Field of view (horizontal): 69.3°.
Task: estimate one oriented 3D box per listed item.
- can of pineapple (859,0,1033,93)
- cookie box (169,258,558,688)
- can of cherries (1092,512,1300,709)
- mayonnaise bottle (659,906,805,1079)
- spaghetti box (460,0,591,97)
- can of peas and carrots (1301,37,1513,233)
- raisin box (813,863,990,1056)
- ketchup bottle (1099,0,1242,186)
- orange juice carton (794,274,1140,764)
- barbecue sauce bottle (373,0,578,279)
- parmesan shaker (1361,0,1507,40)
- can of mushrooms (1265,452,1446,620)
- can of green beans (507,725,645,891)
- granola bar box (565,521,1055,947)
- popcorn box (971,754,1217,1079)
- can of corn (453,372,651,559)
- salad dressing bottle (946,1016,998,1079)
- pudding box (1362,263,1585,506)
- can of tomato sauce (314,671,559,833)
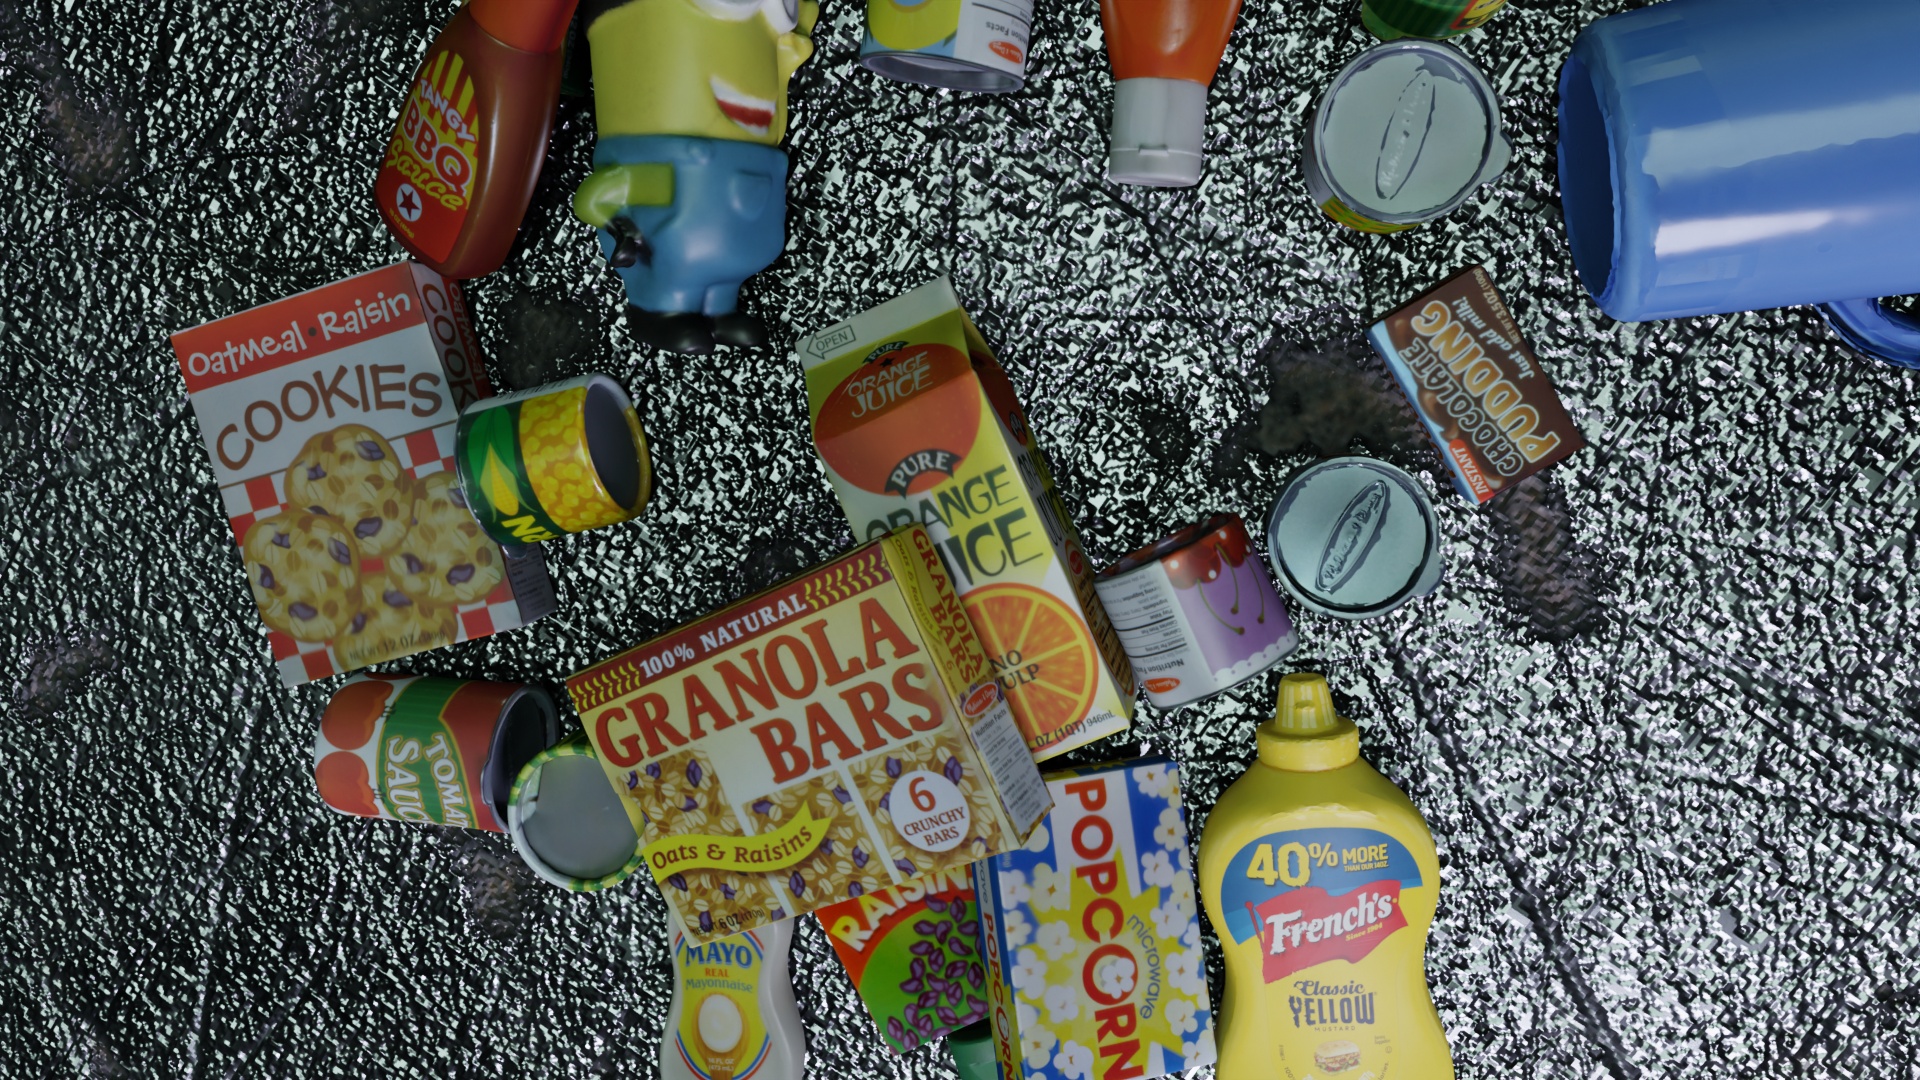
[{"bbox_3d":[-0.005,-0.212,0.547,0.071,0.071,0.057,9,99,8],"label":"can of pineapple"},{"bbox_3d":[-0.267,-0.030,0.627,0.123,0.040,0.167,-14,96,11],"label":"cookie box"},{"bbox_3d":[0.096,0.027,0.563,0.071,0.071,0.058,-26,92,12],"label":"can of cherries"},{"bbox_3d":[-0.104,0.182,0.626,0.065,0.041,0.148,1,97,9],"label":"mayonnaise bottle"},{"bbox_3d":[-0.166,-0.316,0.579,0.050,0.029,0.249,12,99,8],"label":"spaghetti box"},{"bbox_3d":[0.168,-0.151,0.529,0.071,0.059,0.071,1,98,9],"label":"can of peas and carrots"},{"bbox_3d":[-0.019,0.150,0.609,0.086,0.040,0.123,-27,93,12],"label":"raisin box"},{"bbox_3d":[0.082,-0.216,0.543,0.065,0.043,0.148,6,98,10],"label":"ketchup bottle"},{"bbox_3d":[0.002,-0.007,0.568,0.072,0.073,0.192,-24,92,12],"label":"orange juice carton"},{"bbox_3d":[-0.192,-0.179,0.564,0.065,0.044,0.147,48,128,11],"label":"barbecue sauce bottle"},{"bbox_3d":[0.178,-0.221,0.496,0.071,0.103,0.071,1,98,9],"label":"parmesan shaker"},{"bbox_3d":[0.160,-0.001,0.563,0.071,0.033,0.071,1,97,9],"label":"can of mushrooms"},{"bbox_3d":[-0.158,0.114,0.618,0.071,0.058,0.071,1,98,9],"label":"can of green beans"},{"bbox_3d":[-0.064,0.080,0.546,0.165,0.039,0.124,-24,92,26],"label":"granola bar box"},{"bbox_3d":[0.052,0.157,0.571,0.085,0.038,0.126,-6,85,-19],"label":"popcorn box"},{"bbox_3d":[-0.173,-0.032,0.597,0.058,0.071,0.071,-12,95,11],"label":"can of corn"},{"bbox_3d":[0.034,0.280,0.615,0.064,0.044,0.147,-19,94,10],"label":"salad dressing bottle"},{"bbox_3d":[0.202,-0.062,0.550,0.049,0.030,0.083,-30,91,13],"label":"pudding box"},{"bbox_3d":[-0.234,0.095,0.622,0.083,0.071,0.071,4,98,9],"label":"can of tomato sauce"}]
